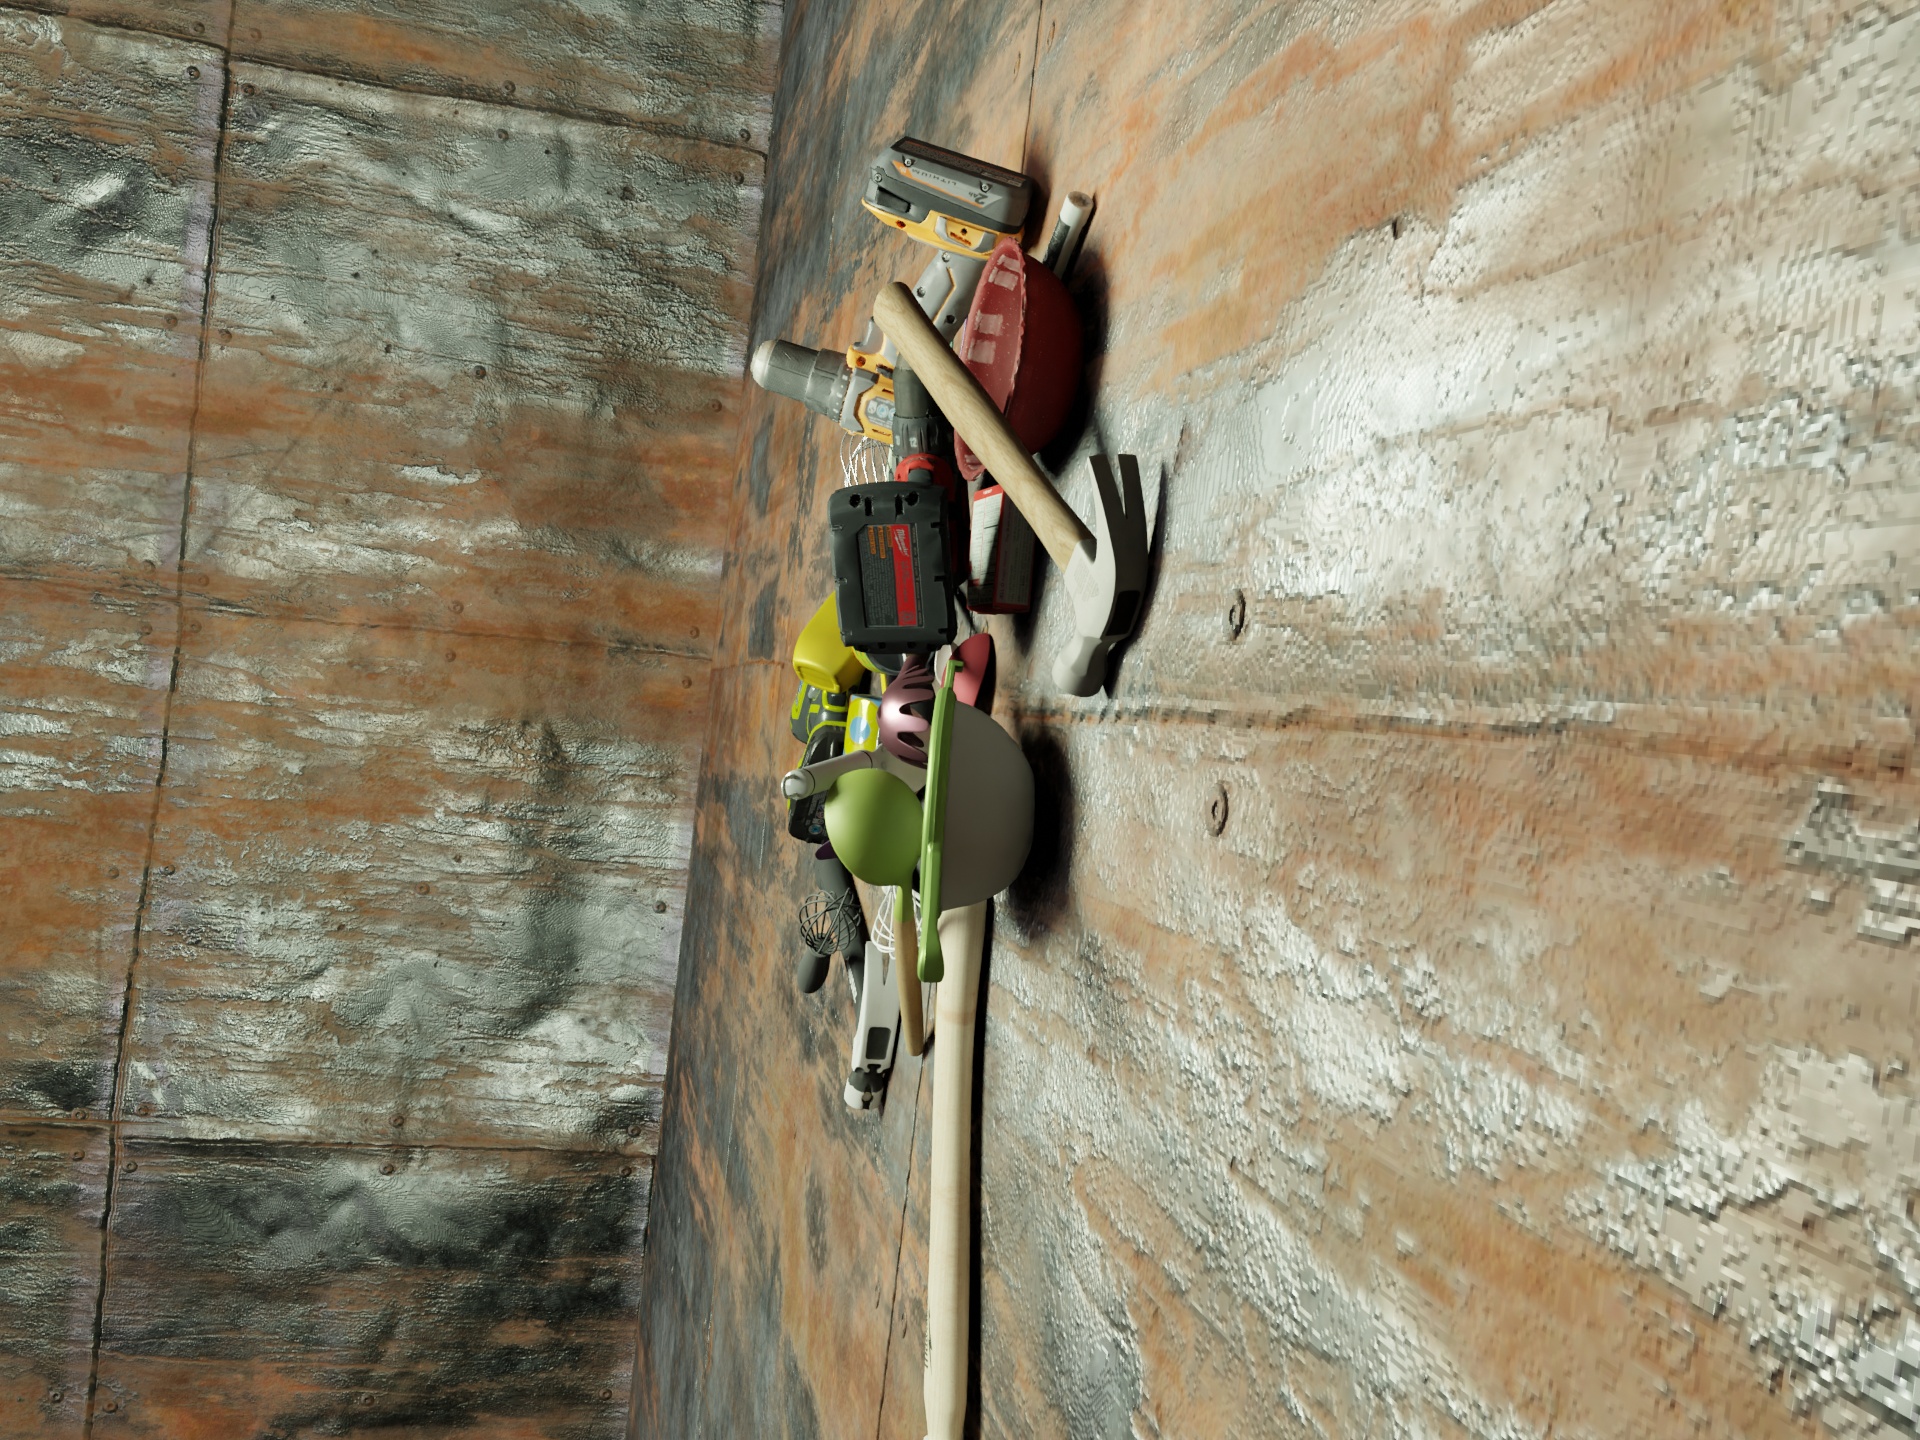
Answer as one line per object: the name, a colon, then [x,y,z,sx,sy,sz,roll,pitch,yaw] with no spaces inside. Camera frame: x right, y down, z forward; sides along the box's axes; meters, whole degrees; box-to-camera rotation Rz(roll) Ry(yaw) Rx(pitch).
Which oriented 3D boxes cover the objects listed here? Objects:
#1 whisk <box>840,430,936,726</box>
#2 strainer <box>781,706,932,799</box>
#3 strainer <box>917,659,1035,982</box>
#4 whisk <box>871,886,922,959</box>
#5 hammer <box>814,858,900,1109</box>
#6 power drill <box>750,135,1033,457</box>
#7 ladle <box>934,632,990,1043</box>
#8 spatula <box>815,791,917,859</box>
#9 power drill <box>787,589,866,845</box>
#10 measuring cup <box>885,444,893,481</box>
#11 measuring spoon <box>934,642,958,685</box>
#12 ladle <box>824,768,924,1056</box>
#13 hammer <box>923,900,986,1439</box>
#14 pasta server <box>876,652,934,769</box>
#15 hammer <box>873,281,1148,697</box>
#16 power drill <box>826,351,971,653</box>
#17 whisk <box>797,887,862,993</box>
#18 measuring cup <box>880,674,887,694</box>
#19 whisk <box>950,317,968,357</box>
whisk: [-0.048,-0.113,1.301,0.070,0.070,0.285,143,119,-70]
strainer: [-0.063,0.030,1.105,0.258,0.050,0.087,-17,-71,-68]
strainer: [0.011,0.079,0.966,0.257,0.069,0.151,-86,0,-63]
whisk: [-0.050,0.136,1.290,0.246,0.059,0.057,-116,15,-72]
hammer: [-0.100,0.201,1.469,0.335,0.035,0.146,-117,35,-65]
power drill: [-0.054,-0.325,1.225,0.084,0.185,0.226,-72,0,-61]
ladle: [-0.004,0.090,1.172,0.069,0.031,0.315,164,110,-74]
spatula: [-0.065,0.076,1.374,0.316,0.059,0.018,-45,58,60]
power drill: [-0.120,-0.008,1.556,0.229,0.080,0.190,-98,21,-50]
measuring cup: [-0.029,-0.260,1.388,0.083,0.038,0.167,-103,26,-52]
measuring spoon: [-0.002,-0.004,1.231,0.034,0.018,0.124,137,130,-59]
ladle: [-0.051,0.150,1.121,0.319,0.062,0.078,88,-170,-49]
hammer: [-0.009,0.310,1.078,0.146,0.038,0.411,131,143,-68]
pasta server: [-0.022,-0.049,1.158,0.316,0.040,0.060,-74,-12,-66]
hammer: [0.022,-0.172,0.977,0.332,0.031,0.130,59,143,36]
power drill: [-0.034,-0.161,1.145,0.227,0.080,0.187,-73,-19,-65]
whisk: [-0.123,0.202,1.402,0.238,0.055,0.055,112,159,-62]
measuring cup: [-0.056,-0.031,1.435,0.062,0.029,0.156,-172,76,-78]
whisk: [-0.009,-0.259,1.313,0.051,0.047,0.245,-136,48,-87]
